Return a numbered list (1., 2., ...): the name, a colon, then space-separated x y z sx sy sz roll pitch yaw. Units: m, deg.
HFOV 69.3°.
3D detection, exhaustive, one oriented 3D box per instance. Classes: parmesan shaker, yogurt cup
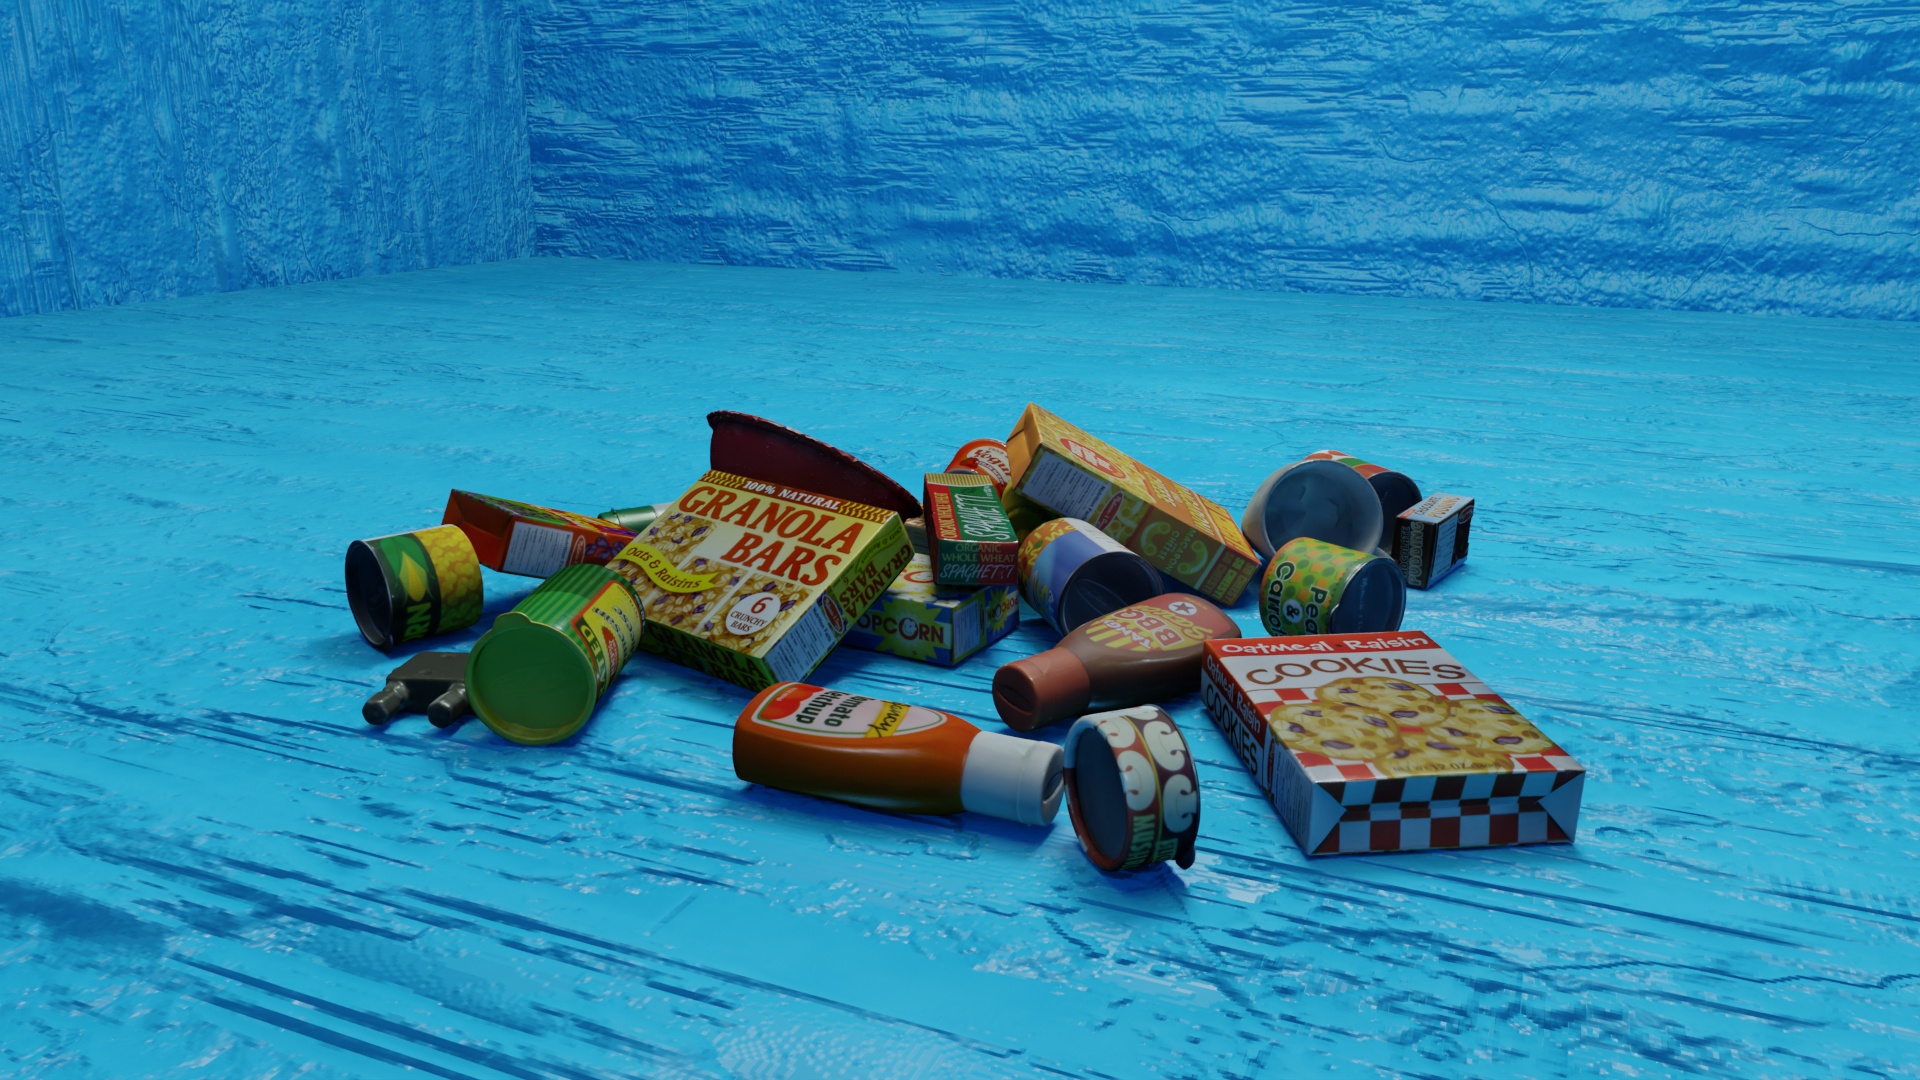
1. parmesan shaker: -0.212 0.055 0.736 0.071 0.071 0.103 1 16 2
2. yogurt cup: 0.014 -0.040 1.081 0.072 0.072 0.054 7 25 22

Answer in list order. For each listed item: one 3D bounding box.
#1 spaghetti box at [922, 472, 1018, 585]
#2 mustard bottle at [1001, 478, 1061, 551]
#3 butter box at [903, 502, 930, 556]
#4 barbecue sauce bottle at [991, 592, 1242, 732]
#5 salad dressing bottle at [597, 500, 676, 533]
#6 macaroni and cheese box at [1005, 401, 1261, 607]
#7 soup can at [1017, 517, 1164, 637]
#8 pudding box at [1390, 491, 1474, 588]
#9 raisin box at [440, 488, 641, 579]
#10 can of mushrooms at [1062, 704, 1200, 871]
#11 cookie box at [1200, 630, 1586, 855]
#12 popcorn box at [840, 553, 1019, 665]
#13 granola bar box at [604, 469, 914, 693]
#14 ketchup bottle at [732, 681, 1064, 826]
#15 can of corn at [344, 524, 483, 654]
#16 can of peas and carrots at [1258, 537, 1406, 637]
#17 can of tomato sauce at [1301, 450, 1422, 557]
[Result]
1. spaghetti box: 0.003 -0.011 0.917 0.050 0.028 0.250 2 12 -3
2. mustard bottle: 0.058 -0.017 1.003 0.048 0.065 0.161 -21 14 21
3. butter box: -0.019 -0.006 1.031 0.103 0.024 0.053 13 21 38
4. barbecue sauce bottle: 0.083 0.067 0.749 0.149 0.043 0.065 -14 30 -39
5. salad dressing bottle: -0.189 -0.013 1.019 0.148 0.043 0.064 -9 20 -25
6. macaroni and cheese box: 0.113 -0.026 0.945 0.166 0.040 0.124 28 16 -9
7. soup can: 0.074 0.029 0.845 0.071 0.071 0.084 -5 16 -16
8. pudding box: 0.331 -0.001 0.974 0.030 0.049 0.084 14 22 35
9. raisin box: -0.259 0.003 0.898 0.086 0.040 0.123 16 2 43
10. can of mushrooms: 0.071 0.106 0.582 0.033 0.070 0.071 -6 17 -21
11. cookie box: 0.199 0.093 0.672 0.123 0.040 0.168 -2 17 -7
12. popcorn box: -0.038 0.037 0.858 0.127 0.038 0.085 9 17 28
13. granola bar box: -0.127 0.021 0.821 0.165 0.039 0.125 13 50 38
14. ketchup bottle: -0.027 0.100 0.638 0.149 0.043 0.065 8 18 22
15. can of corn: -0.329 0.029 0.839 0.058 0.071 0.071 -14 22 -43
16. can of peas and carrots: 0.217 0.036 0.818 0.071 0.070 0.059 -12 19 -36
17. can of tomato sauce: 0.295 -0.028 1.039 0.071 0.071 0.083 -5 16 -17
